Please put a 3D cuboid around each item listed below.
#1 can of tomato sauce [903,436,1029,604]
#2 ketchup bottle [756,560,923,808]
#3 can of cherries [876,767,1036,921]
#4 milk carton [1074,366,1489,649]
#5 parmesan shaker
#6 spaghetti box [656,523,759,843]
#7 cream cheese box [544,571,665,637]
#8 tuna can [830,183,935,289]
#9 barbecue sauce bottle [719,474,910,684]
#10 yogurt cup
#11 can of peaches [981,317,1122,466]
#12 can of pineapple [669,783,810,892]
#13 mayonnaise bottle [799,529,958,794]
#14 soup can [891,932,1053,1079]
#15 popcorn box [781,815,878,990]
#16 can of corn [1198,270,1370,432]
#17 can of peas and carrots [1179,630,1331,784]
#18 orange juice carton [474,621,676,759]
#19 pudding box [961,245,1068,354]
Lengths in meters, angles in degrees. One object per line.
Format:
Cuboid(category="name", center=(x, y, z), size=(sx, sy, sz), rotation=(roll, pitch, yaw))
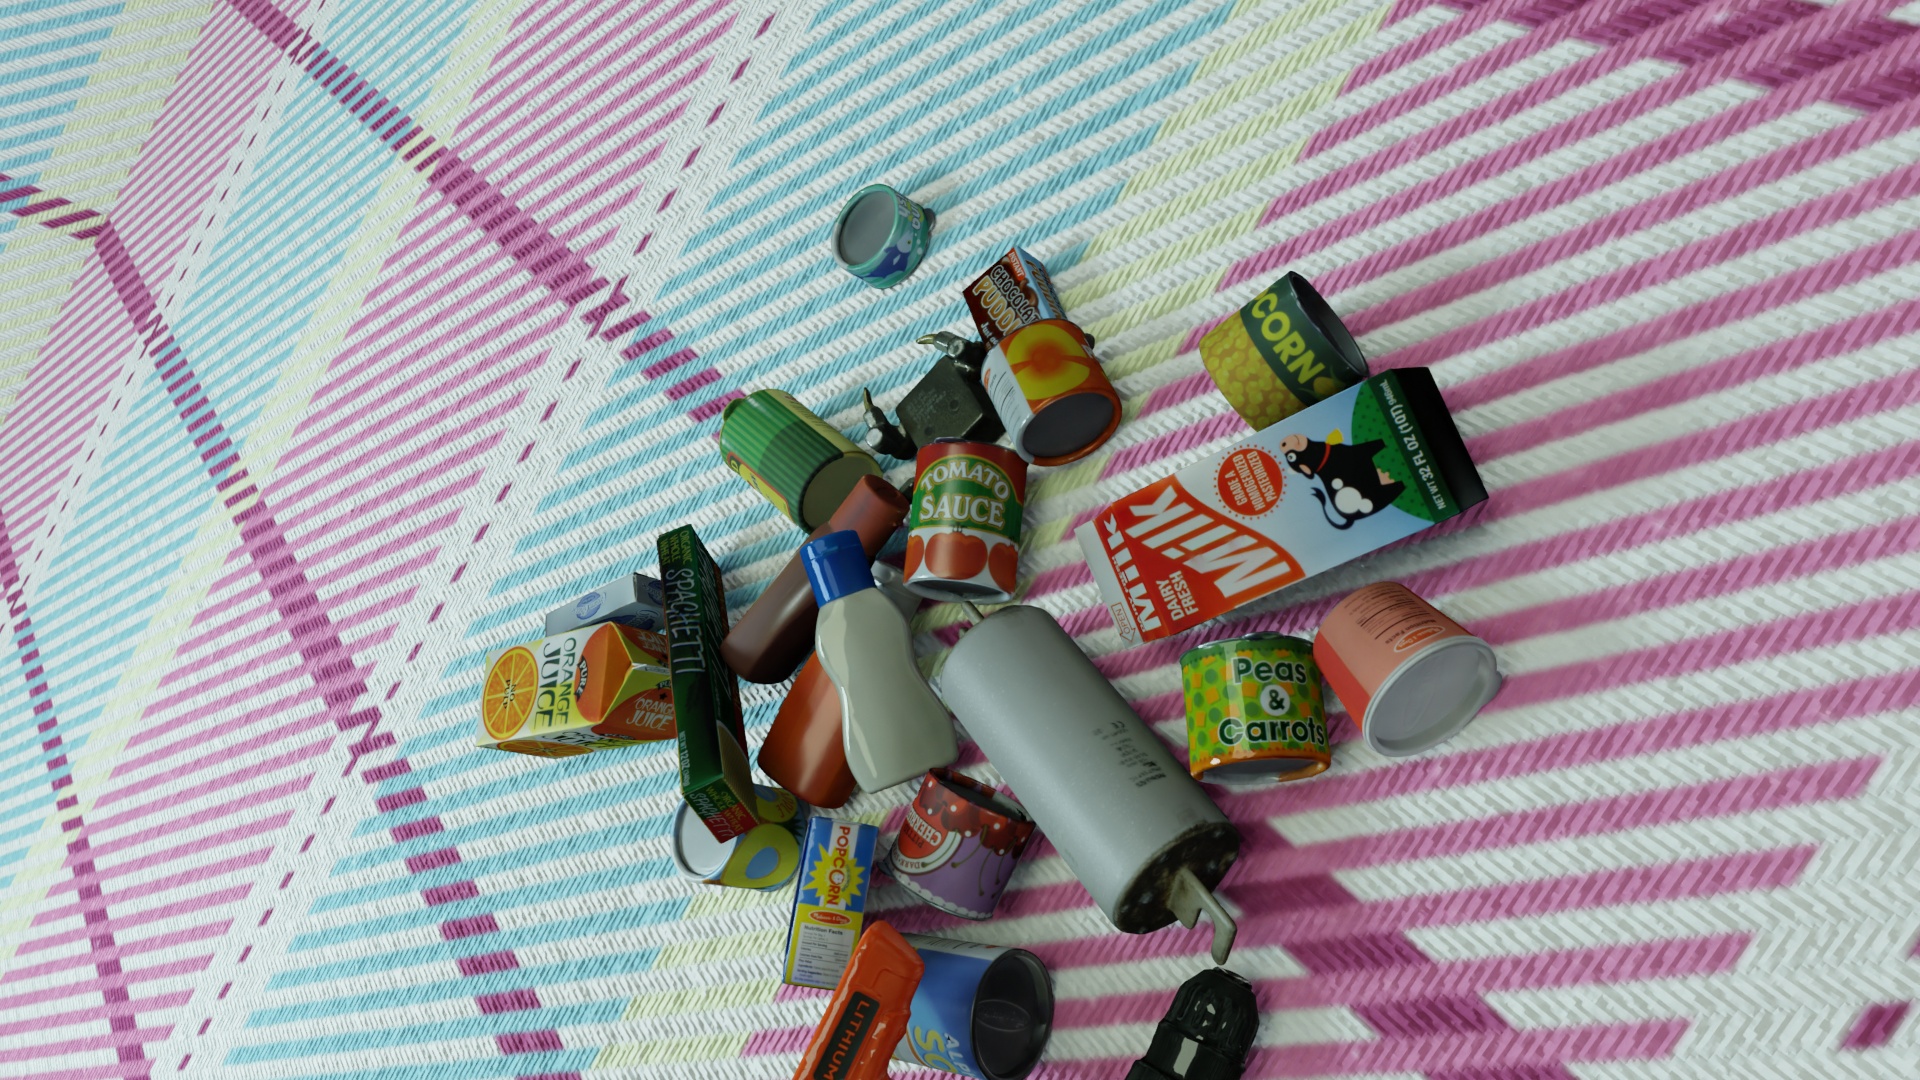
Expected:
Cuboid(category="can of tomato sauce", center=(0.003, -0.010, 0.809), size=(0.071, 0.071, 0.083), rotation=(-6, 71, 39))
Cuboid(category="ketchup bottle", center=(-0.068, 0.086, 0.852), size=(0.065, 0.043, 0.148), rotation=(27, 92, 34))
Cuboid(category="can of cherries", center=(-0.002, 0.162, 0.748), size=(0.071, 0.071, 0.058), rotation=(28, 93, 43))
Cuboid(category="milk carton", center=(0.145, -0.011, 0.672), size=(0.190, 0.073, 0.072), rotation=(-26, 83, 31))
Cuboid(category="parmesan shaker", center=(-0.108, -0.052, 0.918), size=(0.103, 0.071, 0.071), rotation=(38, 100, 42))
Cuboid(category="spaghetti box", center=(-0.165, 0.081, 0.888), size=(0.029, 0.050, 0.251), rotation=(-23, 39, 2))
Cuboid(category="cream cheese box", center=(-0.249, 0.054, 1.013), size=(0.103, 0.053, 0.024), rotation=(-23, 63, 33))
Cuboid(category="tuna can", center=(-0.054, -0.211, 0.958), size=(0.071, 0.033, 0.071), rotation=(-15, 65, 37))
Cuboid(category="barbecue sauce bottle", center=(-0.089, 0.025, 0.874), size=(0.044, 0.065, 0.148), rotation=(45, 109, 17))
Cuboid(category="yogurt cup", center=(0.196, 0.055, 0.625), size=(0.072, 0.072, 0.054), rotation=(-50, 41, 15))
Cuboid(category="can of peaches", center=(0.055, -0.085, 0.797), size=(0.071, 0.071, 0.058), rotation=(-40, 52, 23))
Cuboid(category="can of pineapple", center=(-0.138, 0.181, 0.866), size=(0.071, 0.058, 0.071), rotation=(-16, 64, 36))
Cuboid(category="mayonnaise bottle", center=(-0.052, 0.068, 0.806), size=(0.065, 0.041, 0.148), rotation=(-20, 81, -3))
Cuboid(category="soup can", center=(-0.005, 0.244, 0.723), size=(0.083, 0.071, 0.071), rotation=(-6, 71, 40))
Cuboid(category="popcorn box", center=(-0.072, 0.197, 0.767), size=(0.126, 0.038, 0.085), rotation=(115, 164, -77))
Cuboid(category="can of corn", center=(0.162, -0.093, 0.703), size=(0.058, 0.071, 0.071), rotation=(-37, 54, 26))
Cuboid(category="can of peas and carrots", center=(0.140, 0.081, 0.658), size=(0.071, 0.071, 0.059), rotation=(-18, 64, 35))
Cuboid(category="orange juice carton", center=(-0.257, 0.107, 0.987), size=(0.192, 0.072, 0.073), rotation=(-14, 66, 37))
Cuboid(category="pudding box", center=(0.038, -0.133, 0.852), size=(0.049, 0.030, 0.084), rotation=(-36, 54, 24))
